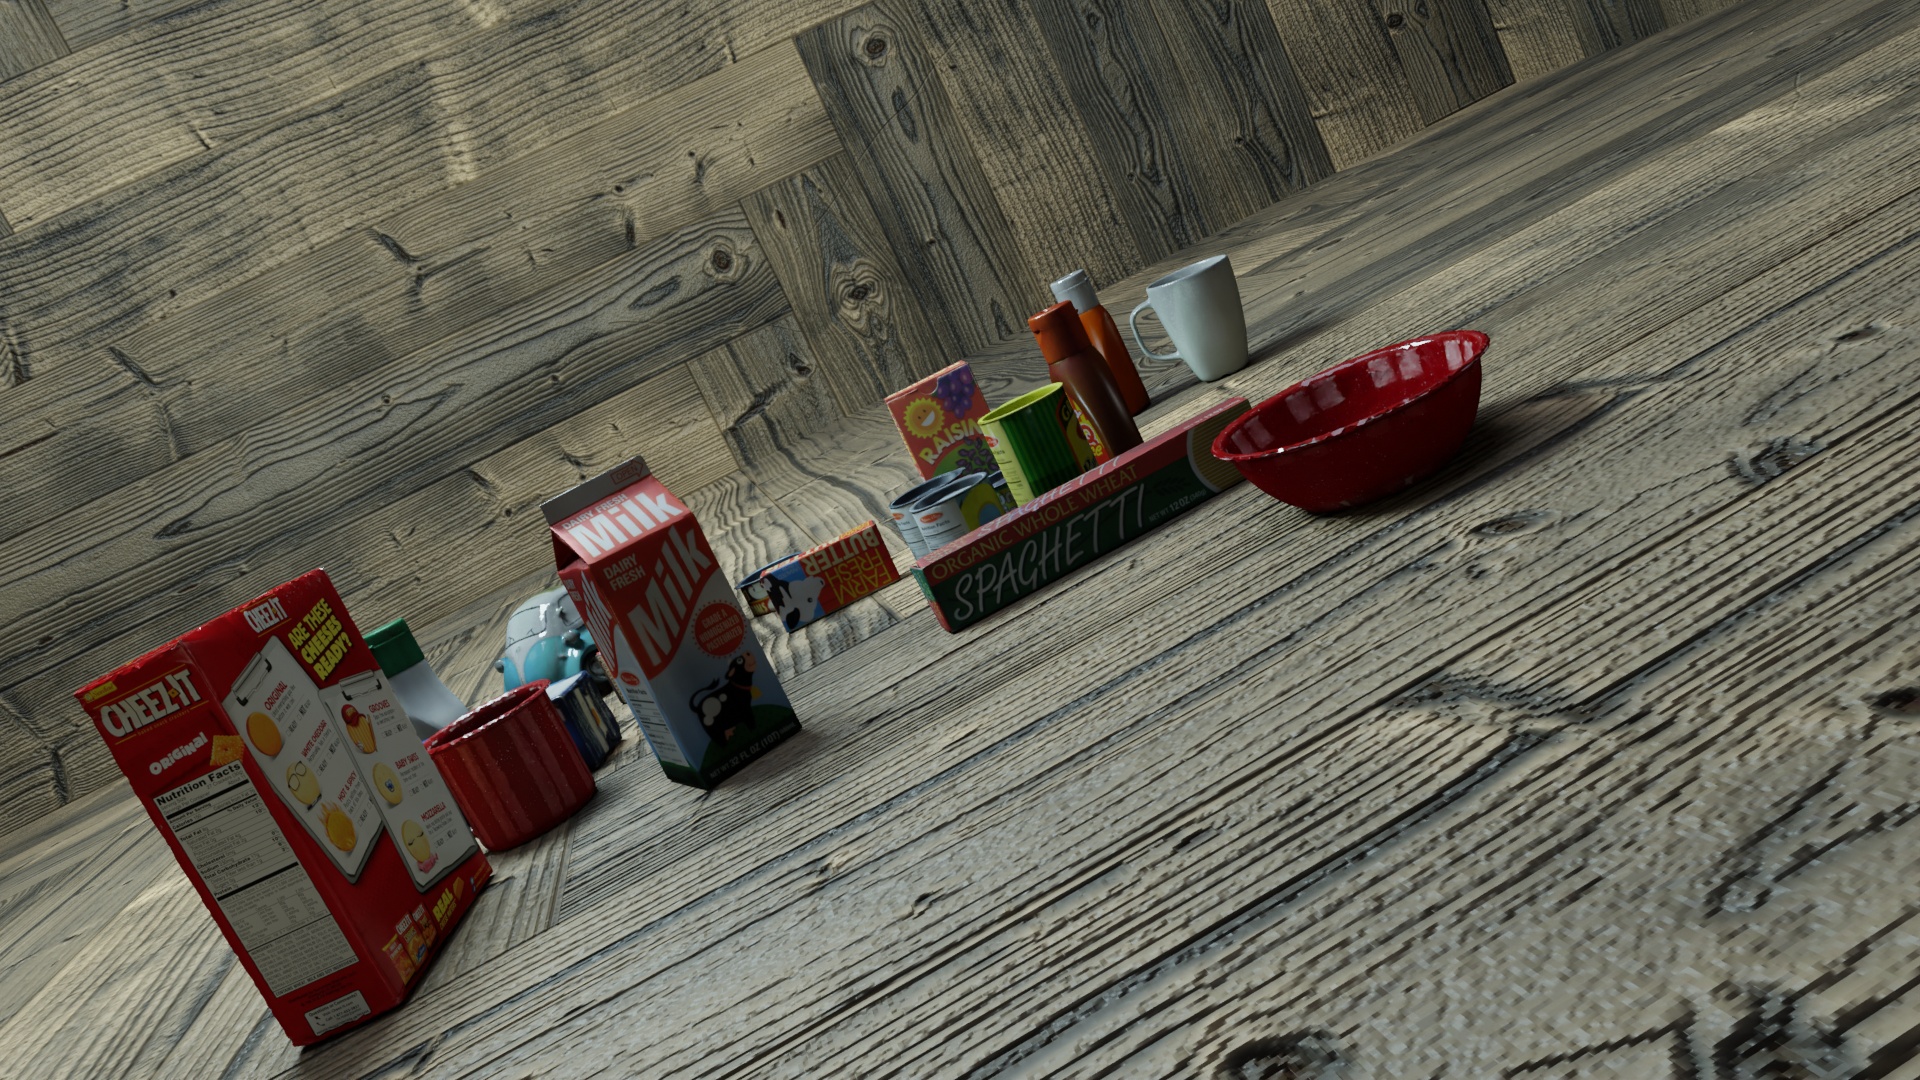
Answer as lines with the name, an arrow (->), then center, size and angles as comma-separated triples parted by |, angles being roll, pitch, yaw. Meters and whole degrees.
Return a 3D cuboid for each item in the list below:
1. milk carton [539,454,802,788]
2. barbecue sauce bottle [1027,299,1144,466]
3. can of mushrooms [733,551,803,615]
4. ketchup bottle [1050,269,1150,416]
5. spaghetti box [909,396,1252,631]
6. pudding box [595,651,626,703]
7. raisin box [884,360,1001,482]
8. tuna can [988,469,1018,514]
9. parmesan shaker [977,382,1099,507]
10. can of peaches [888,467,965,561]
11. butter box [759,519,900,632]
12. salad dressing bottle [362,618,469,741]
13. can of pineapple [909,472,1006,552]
milk carton -> -0.179, 0.048, 0.838 | 0.072, 0.190, 0.073 | -32, 12, -29
barbecue sauce bottle -> 0.099, -0.108, 1.055 | 0.044, 0.148, 0.065 | -28, 11, -12
can of mushrooms -> -0.169, 0.041, 1.269 | 0.071, 0.033, 0.071 | -25, 11, 5
ketchup bottle -> 0.136, -0.191, 1.357 | 0.043, 0.148, 0.065 | -20, 12, 30
spaghetti box -> 0.089, -0.018, 0.914 | 0.250, 0.050, 0.029 | -27, 11, -8
pudding box -> -0.260, 0.095, 1.175 | 0.030, 0.049, 0.084 | -14, 16, 49
raisin box -> -0.008, -0.096, 1.306 | 0.086, 0.123, 0.040 | -26, 10, -2
tuna can -> 0.045, -0.042, 1.172 | 0.071, 0.032, 0.071 | -25, 11, 5
parmesan shaker -> 0.064, -0.053, 0.994 | 0.071, 0.103, 0.071 | -25, 11, 5
can of peaches -> -0.015, -0.018, 1.128 | 0.071, 0.058, 0.071 | -25, 11, 5
butter box -> -0.105, 0.029, 1.127 | 0.103, 0.053, 0.024 | -26, 10, 0
salad dressing bottle -> -0.430, 0.134, 1.119 | 0.064, 0.147, 0.044 | -19, 13, 35
can of pineapple -> 0.004, -0.013, 1.064 | 0.071, 0.057, 0.071 | -25, 11, 5
